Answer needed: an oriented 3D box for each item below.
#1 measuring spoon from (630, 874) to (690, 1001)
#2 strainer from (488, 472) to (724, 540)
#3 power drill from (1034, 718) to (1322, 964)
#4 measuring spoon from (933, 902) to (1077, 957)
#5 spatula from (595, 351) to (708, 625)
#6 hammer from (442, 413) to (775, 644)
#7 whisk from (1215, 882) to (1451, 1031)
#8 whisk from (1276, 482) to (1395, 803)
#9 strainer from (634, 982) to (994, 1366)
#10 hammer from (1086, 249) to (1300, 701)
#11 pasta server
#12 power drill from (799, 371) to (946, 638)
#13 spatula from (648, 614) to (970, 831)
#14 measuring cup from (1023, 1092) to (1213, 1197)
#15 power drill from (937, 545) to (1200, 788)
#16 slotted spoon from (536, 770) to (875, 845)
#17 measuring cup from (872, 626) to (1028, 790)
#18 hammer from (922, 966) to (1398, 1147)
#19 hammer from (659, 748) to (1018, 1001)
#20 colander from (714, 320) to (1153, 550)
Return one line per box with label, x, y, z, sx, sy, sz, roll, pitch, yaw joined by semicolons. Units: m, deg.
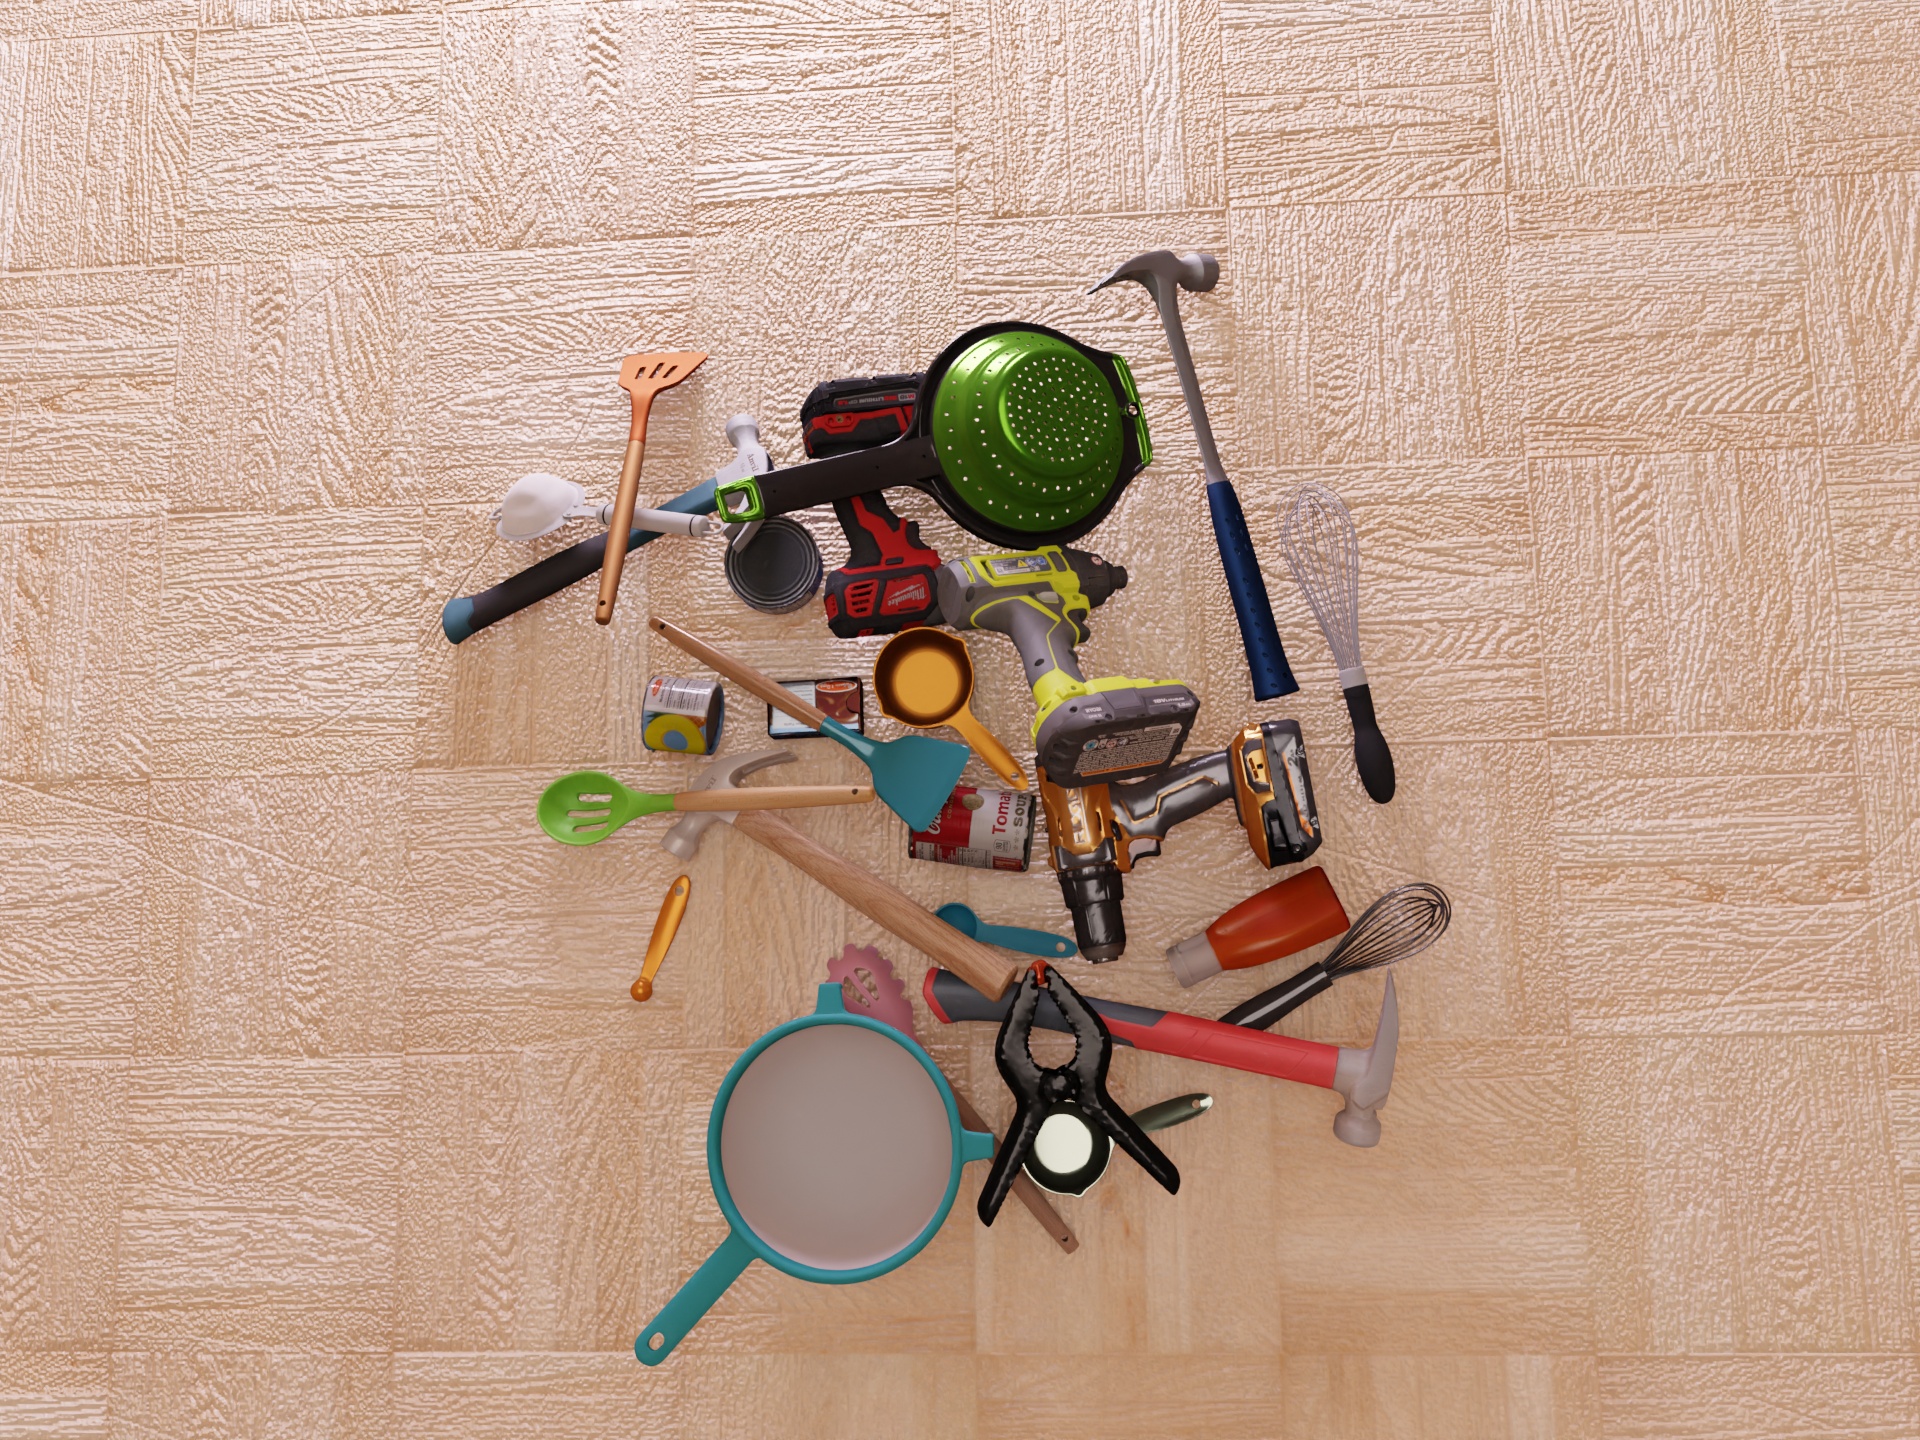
measuring spoon;-0.262;0.190;1.389;0.021;0.011;0.117;19;83;7
strainer;-0.320;-0.185;1.403;0.258;0.050;0.087;10;50;22
power drill;0.184;0.099;1.334;0.226;0.084;0.185;-10;80;8
measuring spoon;0.037;0.186;1.366;0.128;0.021;0.042;11;81;-3
spatula;-0.282;-0.214;1.382;0.081;0.041;0.323;-1;59;7
hammer;-0.316;-0.157;1.427;0.331;0.033;0.128;-26;55;5
whisk;0.301;0.209;1.322;0.239;0.055;0.055;-33;80;4
whisk;0.328;-0.067;1.363;0.070;0.070;0.285;-13;84;3
strainer;-0.137;0.393;1.309;0.211;0.095;0.340;42;92;13
hammer;0.216;-0.215;1.379;0.144;0.035;0.405;-11;84;-38
pasta server;-0.006;0.319;1.342;0.060;0.040;0.316;-40;84;-2
power drill;-0.060;-0.186;1.395;0.143;0.078;0.220;-9;85;-16
spatula;-0.140;-0.013;1.363;0.317;0.044;0.082;30;85;12
measuring cup;0.128;0.340;1.323;0.167;0.038;0.083;-16;81;-6
power drill;0.098;-0.057;1.319;0.171;0.080;0.223;-8;49;-24
slotted spoon;-0.220;0.071;1.364;0.314;0.031;0.070;-4;67;19
measuring cup;-0.002;-0.004;1.381;0.095;0.052;0.173;-43;87;-1
hammer;0.159;0.240;1.307;0.386;0.038;0.143;10;99;12
hammer;-0.094;0.134;1.352;0.331;0.031;0.130;30;83;18
colander;-0.007;-0.230;1.327;0.397;0.094;0.204;-16;90;-17
